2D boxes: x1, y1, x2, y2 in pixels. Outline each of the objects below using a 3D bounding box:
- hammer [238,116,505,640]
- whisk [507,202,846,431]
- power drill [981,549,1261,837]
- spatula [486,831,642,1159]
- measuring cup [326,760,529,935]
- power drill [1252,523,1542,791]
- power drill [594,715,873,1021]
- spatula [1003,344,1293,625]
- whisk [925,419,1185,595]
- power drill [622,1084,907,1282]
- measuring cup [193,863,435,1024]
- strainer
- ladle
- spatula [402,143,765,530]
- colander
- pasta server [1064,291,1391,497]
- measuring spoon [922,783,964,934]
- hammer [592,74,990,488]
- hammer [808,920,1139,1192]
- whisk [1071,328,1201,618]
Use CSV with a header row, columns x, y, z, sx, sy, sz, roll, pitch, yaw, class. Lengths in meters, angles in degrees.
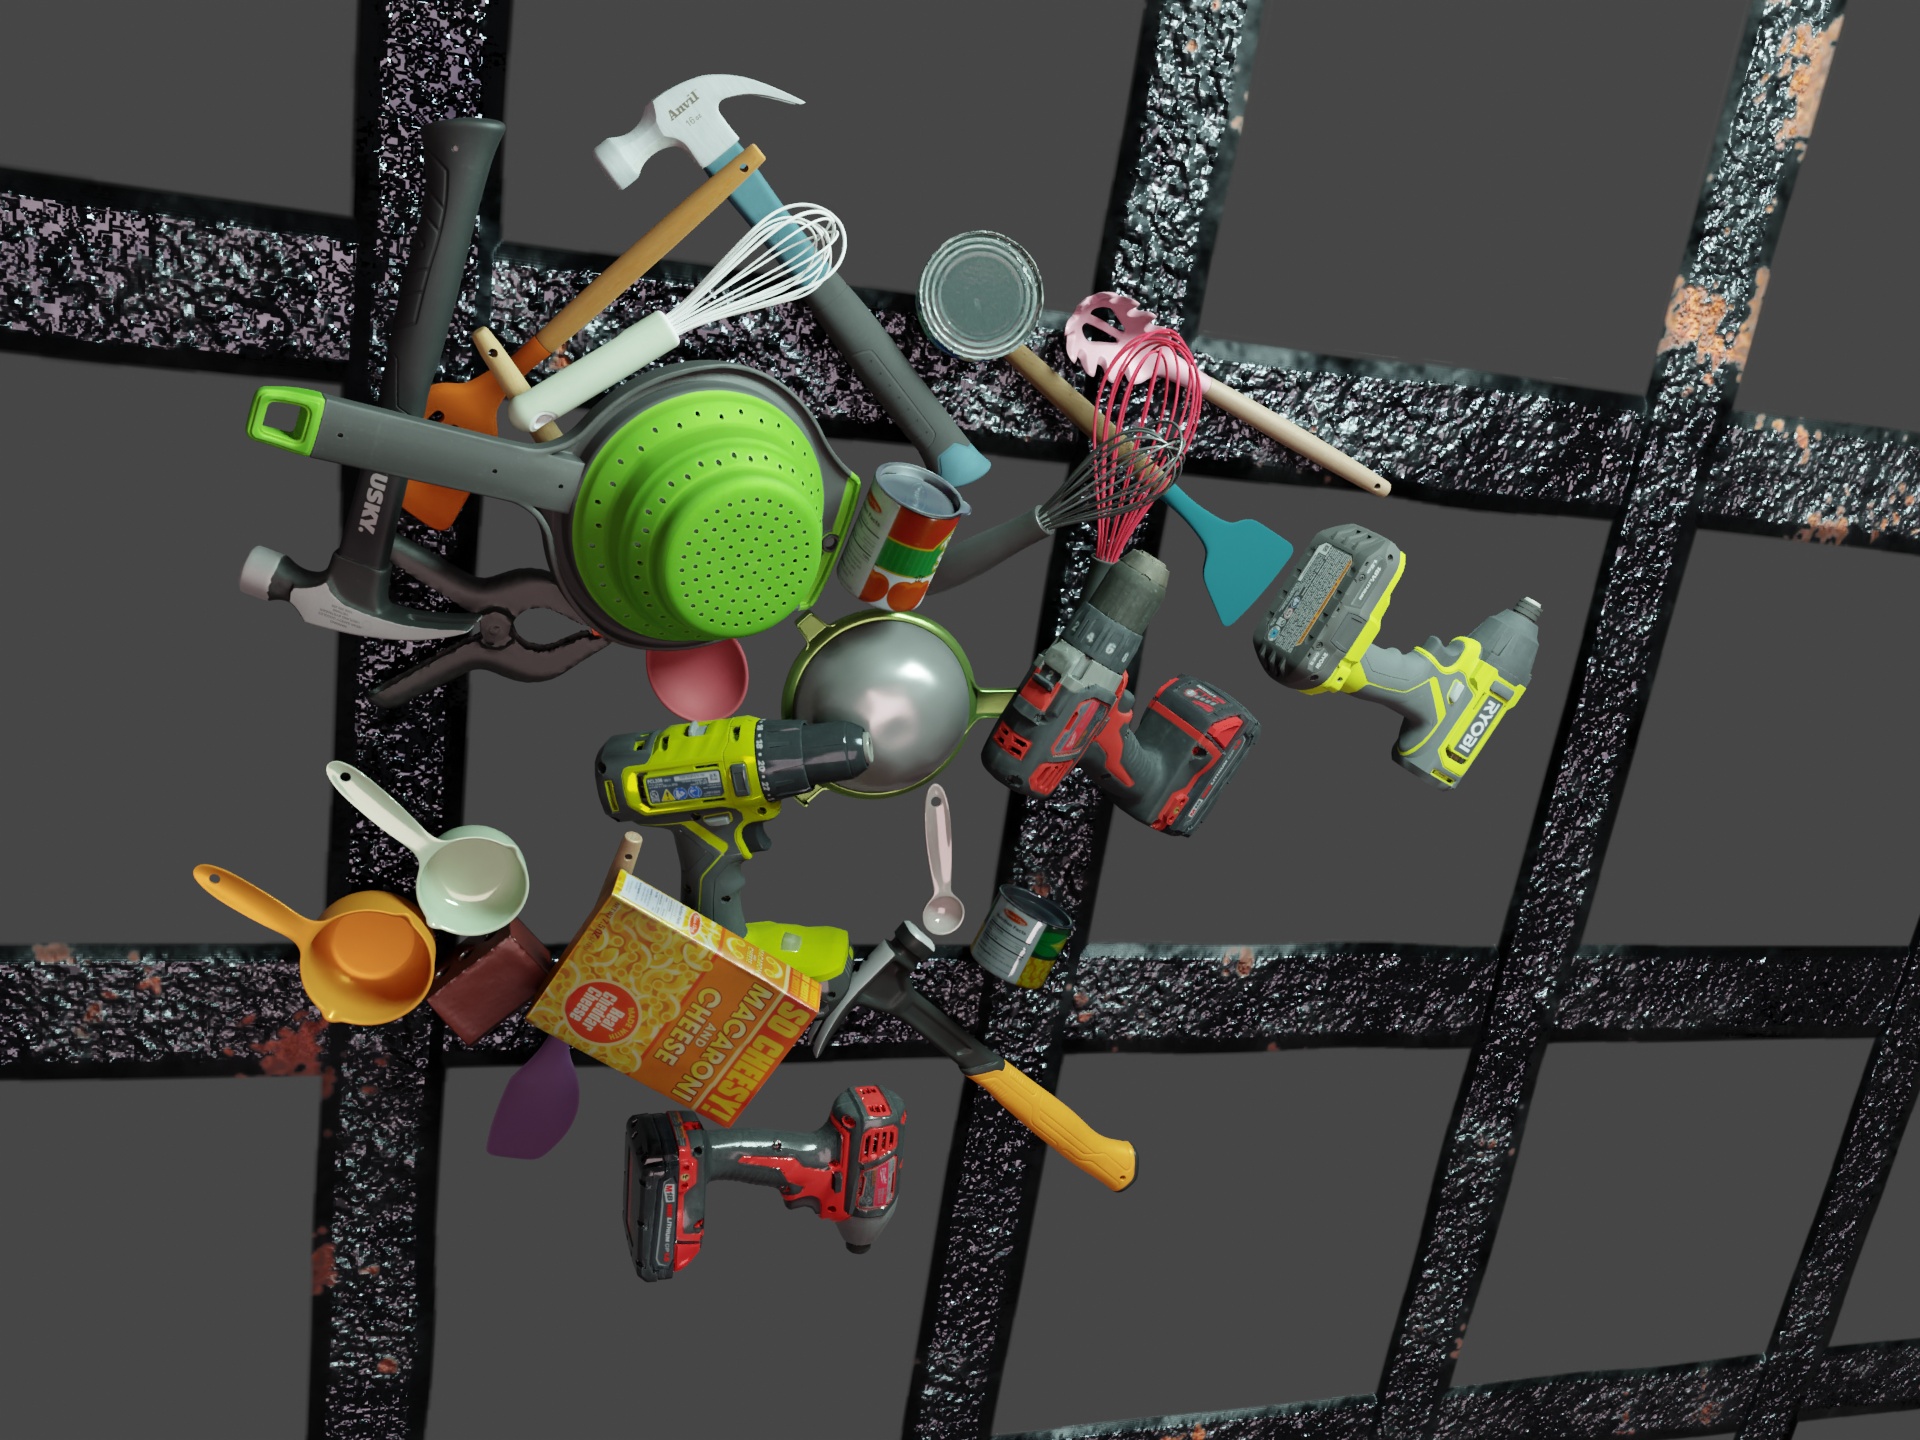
x,y,z,sx,sy,sz,roll,pitch,yaw,class
-0.333,-0.203,0.972,0.146,0.035,0.334,20,111,-7,hammer
-0.179,-0.253,1.006,0.246,0.057,0.059,-34,80,-8,whisk
0.130,-0.014,1.165,0.226,0.080,0.188,22,103,-50,power drill
-0.283,0.210,1.165,0.059,0.018,0.315,13,118,-23,spatula
-0.374,0.081,1.111,0.083,0.038,0.167,-43,113,0,measuring cup
0.361,-0.059,1.279,0.223,0.080,0.171,26,100,-28,power drill
-0.146,0.104,1.150,0.190,0.080,0.228,-7,112,4,power drill
0.130,-0.189,1.186,0.317,0.044,0.082,39,94,-21,spatula
0.057,-0.142,1.109,0.239,0.055,0.055,-25,121,32,whisk
-0.152,0.371,1.267,0.219,0.079,0.143,-1,110,-20,power drill
-0.446,0.140,1.103,0.173,0.052,0.095,36,95,-19,measuring cup
-0.002,-0.004,1.182,0.256,0.069,0.151,-2,109,-16,strainer
-0.235,-0.124,1.066,0.069,0.031,0.315,-35,124,-10,ladle
-0.248,-0.253,1.014,0.322,0.041,0.081,-39,122,9,spatula
-0.220,-0.129,0.972,0.396,0.095,0.204,9,113,-37,colander
0.206,-0.234,1.186,0.316,0.040,0.060,23,114,-25,pasta server
-0.018,0.108,1.251,0.034,0.018,0.124,-7,104,-15,measuring spoon
-0.090,-0.285,1.074,0.128,0.033,0.330,-40,116,0,hammer
0.028,0.305,1.322,0.127,0.034,0.336,-47,116,2,hammer
0.111,-0.135,1.146,0.073,0.073,0.295,7,111,-20,whisk
